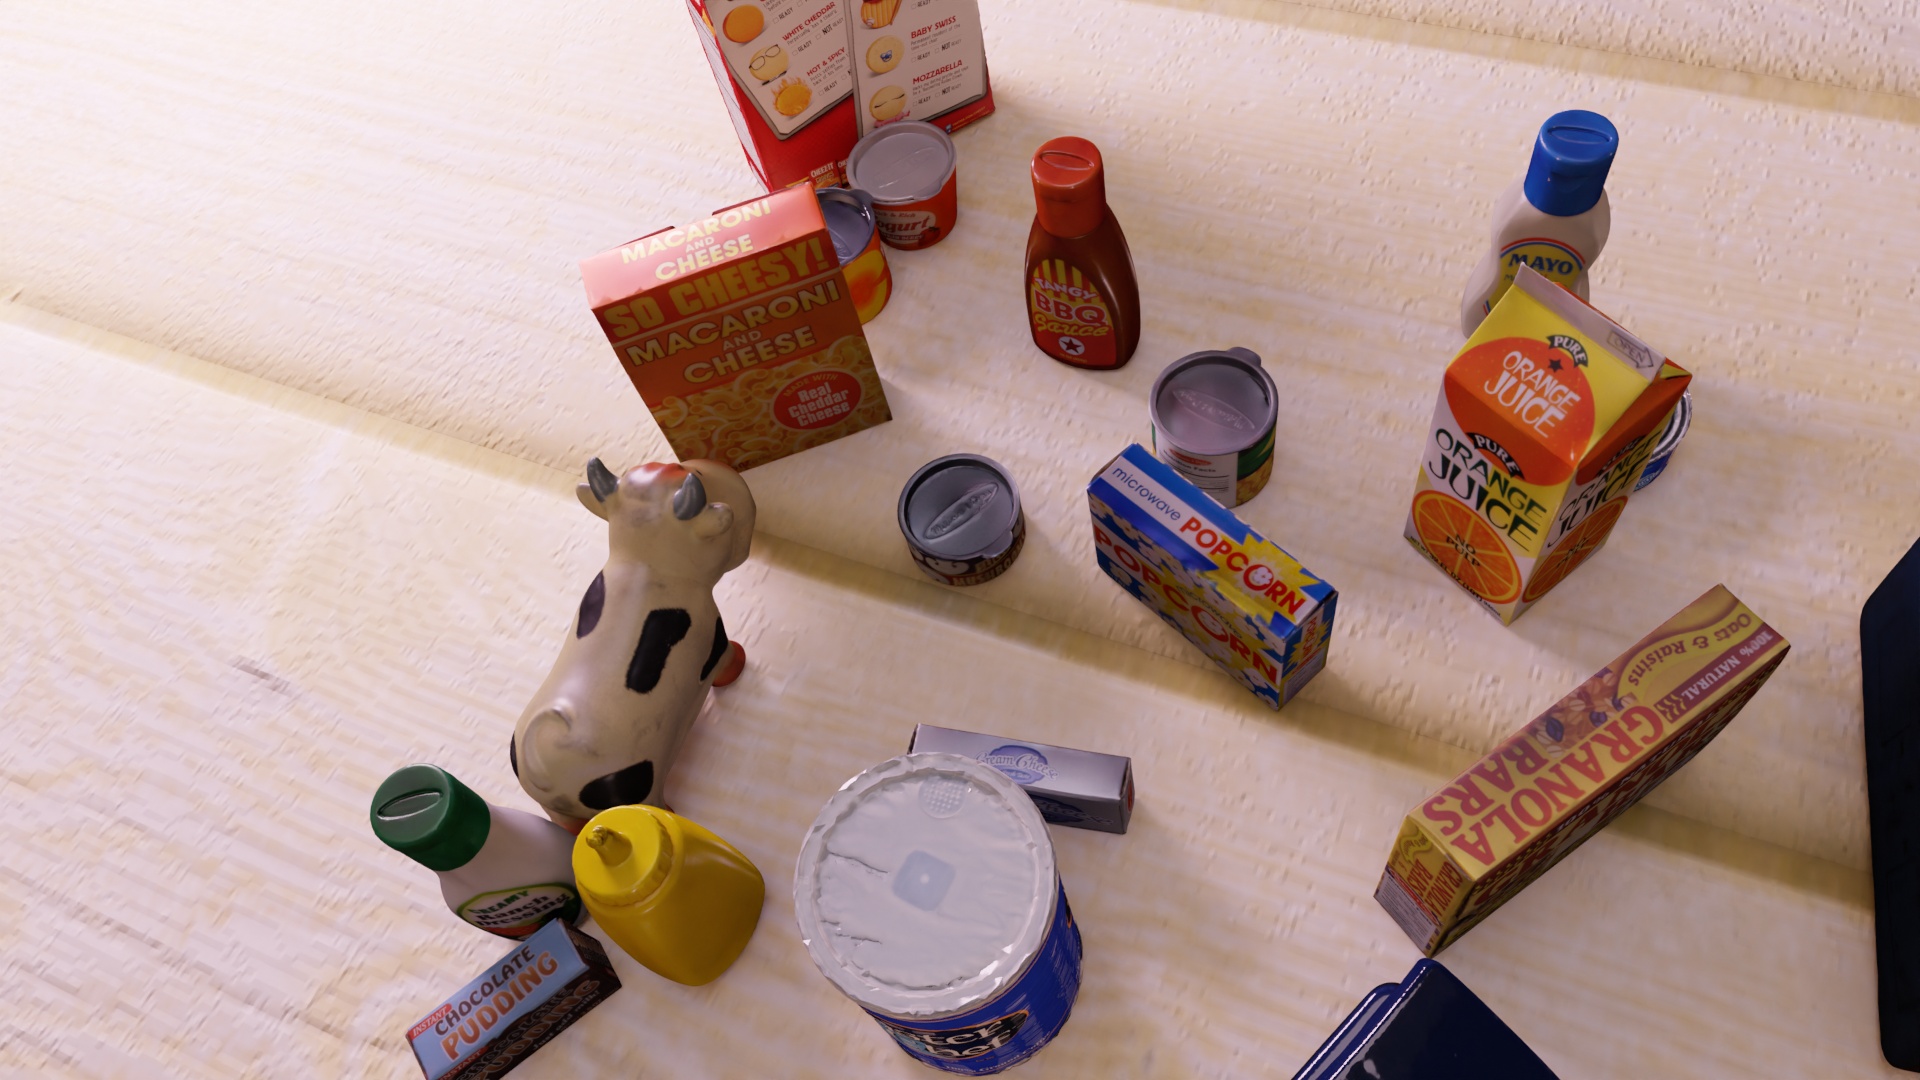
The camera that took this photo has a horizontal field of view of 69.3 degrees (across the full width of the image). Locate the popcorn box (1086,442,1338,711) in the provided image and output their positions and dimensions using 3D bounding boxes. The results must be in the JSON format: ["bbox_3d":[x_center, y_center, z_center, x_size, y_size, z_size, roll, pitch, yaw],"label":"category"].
[{"bbox_3d":[0.121,0.018,0.683,0.038,0.085,0.127,-42,62,-15],"label":"popcorn box"}]

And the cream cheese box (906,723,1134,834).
[{"bbox_3d":[0.030,0.114,0.660,0.104,0.053,0.024,7,62,13],"label":"cream cheese box"}]

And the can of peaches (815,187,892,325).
[{"bbox_3d":[-0.076,-0.170,0.841,0.071,0.057,0.071,-4,60,7],"label":"can of peaches"}]

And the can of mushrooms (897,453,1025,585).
[{"bbox_3d":[0.003,-0.009,0.748,0.071,0.033,0.071,-4,60,7],"label":"can of mushrooms"}]

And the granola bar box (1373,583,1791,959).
[{"bbox_3d":[0.258,0.102,0.588,0.166,0.123,0.039,-33,61,-10],"label":"granola bar box"}]

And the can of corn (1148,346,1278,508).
[{"bbox_3d":[0.136,-0.060,0.741,0.071,0.058,0.071,-4,60,7],"label":"can of corn"}]

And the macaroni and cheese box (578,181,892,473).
[{"bbox_3d":[-0.115,-0.105,0.746,0.124,0.165,0.040,-20,59,-2],"label":"macaroni and cheese box"}]

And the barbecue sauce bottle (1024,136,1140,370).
[{"bbox_3d":[0.064,-0.154,0.755,0.065,0.148,0.044,18,65,19],"label":"barbecue sauce bottle"}]

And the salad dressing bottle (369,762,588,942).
[{"bbox_3d":[-0.215,0.143,0.630,0.064,0.147,0.044,-16,59,0],"label":"salad dressing bottle"}]

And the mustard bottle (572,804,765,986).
[{"bbox_3d":[-0.132,0.148,0.606,0.049,0.159,0.065,23,67,21],"label":"mustard bottle"}]

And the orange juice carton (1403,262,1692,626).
[{"bbox_3d":[0.264,-0.046,0.633,0.073,0.191,0.072,-36,61,-11],"label":"orange juice carton"}]

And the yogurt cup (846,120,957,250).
[{"bbox_3d":[-0.033,-0.218,0.864,0.072,0.053,0.073,-4,60,7],"label":"yogurt cup"}]

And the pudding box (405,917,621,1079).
[{"bbox_3d":[-0.205,0.216,0.643,0.084,0.049,0.030,-36,61,-11],"label":"pudding box"}]

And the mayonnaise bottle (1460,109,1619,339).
[{"bbox_3d":[0.301,-0.155,0.716,0.065,0.147,0.041,14,64,17],"label":"mayonnaise bottle"}]
